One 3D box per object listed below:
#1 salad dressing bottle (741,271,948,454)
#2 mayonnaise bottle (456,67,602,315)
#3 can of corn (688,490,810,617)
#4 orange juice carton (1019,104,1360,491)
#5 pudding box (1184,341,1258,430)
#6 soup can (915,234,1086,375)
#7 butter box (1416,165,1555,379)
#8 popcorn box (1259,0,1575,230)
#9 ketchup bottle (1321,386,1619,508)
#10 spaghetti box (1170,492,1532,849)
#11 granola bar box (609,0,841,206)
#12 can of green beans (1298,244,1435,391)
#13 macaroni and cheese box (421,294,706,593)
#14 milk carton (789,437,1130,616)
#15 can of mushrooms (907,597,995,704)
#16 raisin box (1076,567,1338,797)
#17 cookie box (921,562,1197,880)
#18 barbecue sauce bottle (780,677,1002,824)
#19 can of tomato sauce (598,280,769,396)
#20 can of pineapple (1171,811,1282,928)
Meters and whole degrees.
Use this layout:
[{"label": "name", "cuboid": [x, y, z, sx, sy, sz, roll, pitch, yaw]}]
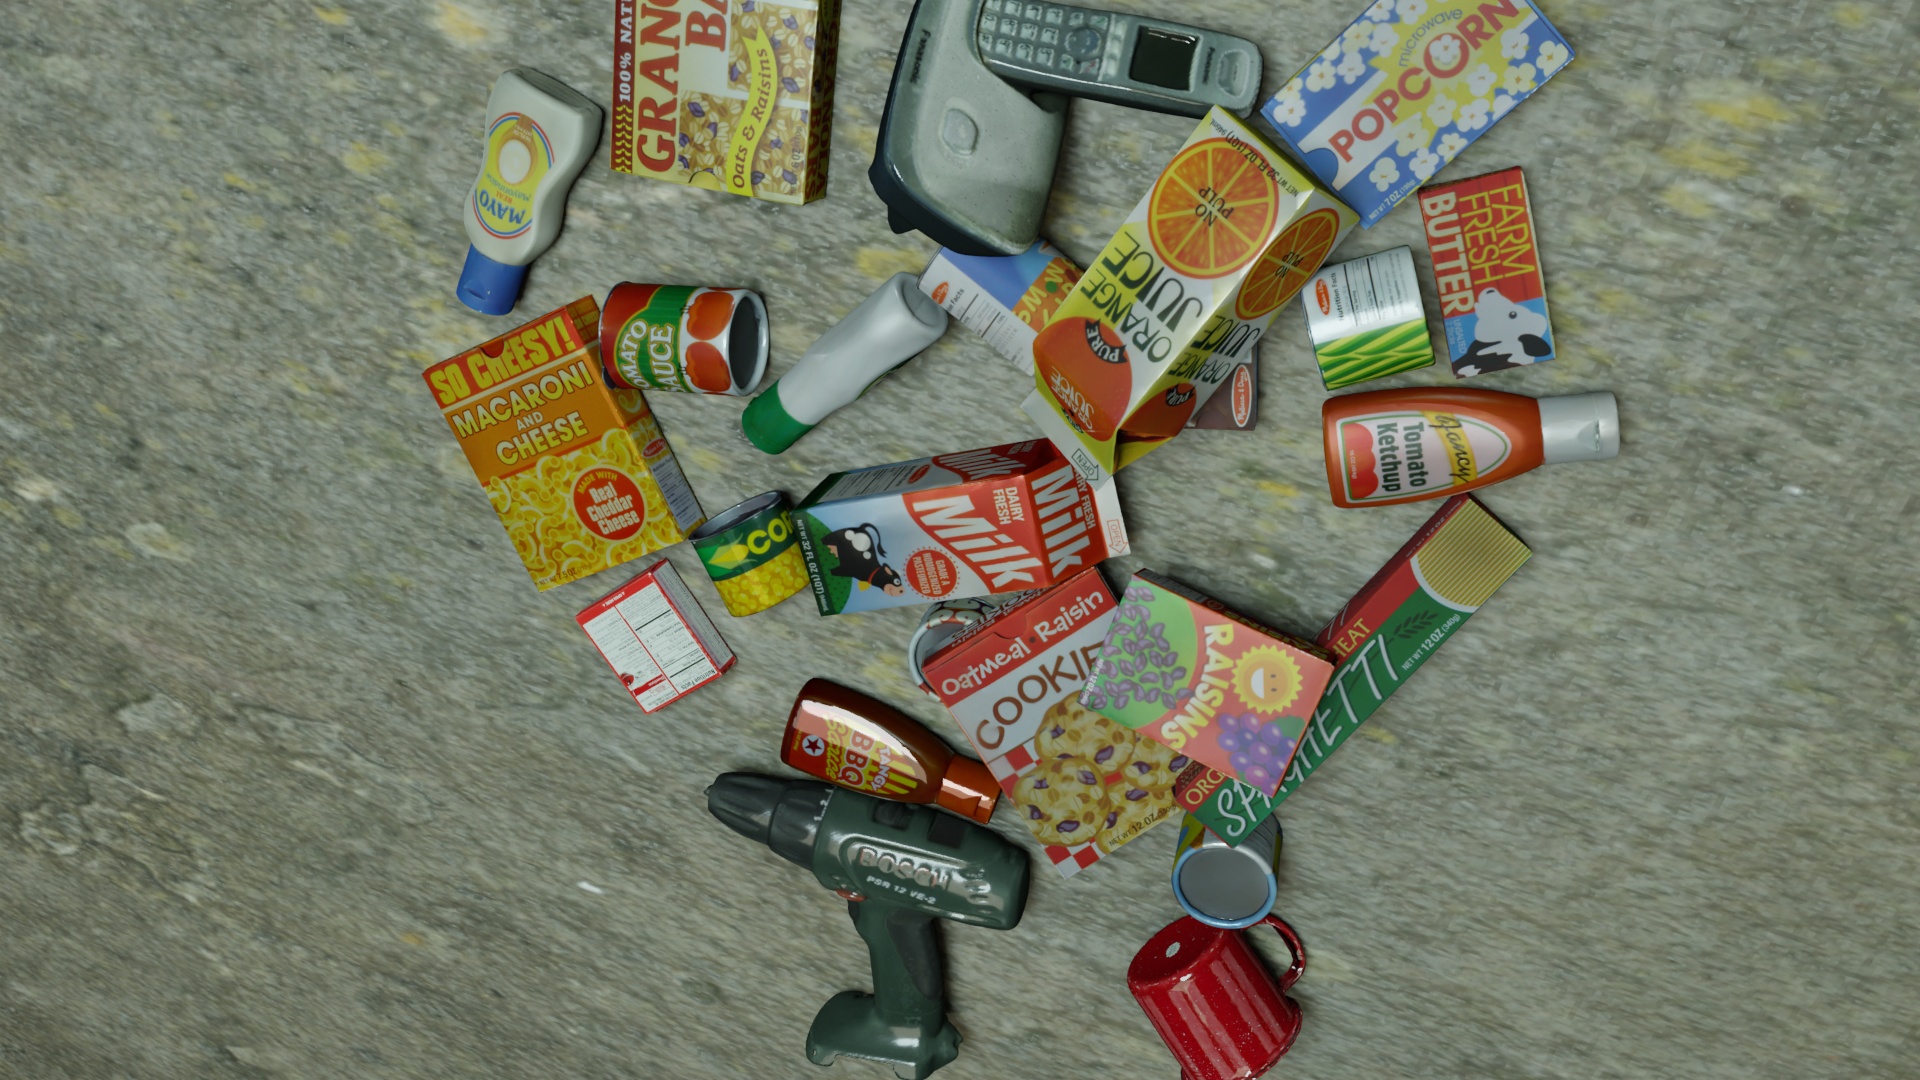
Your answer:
[{"label": "salad dressing bottle", "cuboid": [-0.073, -0.103, 0.833, 0.147, 0.064, 0.044, -33, 110, 34]}, {"label": "mayonnaise bottle", "cuboid": [-0.272, -0.210, 0.856, 0.065, 0.041, 0.147, 29, 116, 1]}, {"label": "can of corn", "cuboid": [-0.129, 0.008, 0.888, 0.071, 0.071, 0.058, -20, 106, 23]}, {"label": "orange juice carton", "cuboid": [0.108, -0.119, 0.721, 0.072, 0.073, 0.192, 49, 115, 23]}, {"label": "pudding box", "cuboid": [0.143, -0.105, 0.782, 0.049, 0.030, 0.083, 2, 112, 15]}, {"label": "soup can", "cuboid": [0.029, -0.145, 0.781, 0.084, 0.072, 0.071, 38, 117, -2]}, {"label": "butter box", "cuboid": [0.277, -0.141, 0.731, 0.053, 0.024, 0.103, -12, 108, 20]}, {"label": "popcorn box", "cuboid": [0.228, -0.232, 0.701, 0.085, 0.038, 0.126, 46, 116, -6]}, {"label": "ketchup bottle", "cuboid": [0.275, -0.055, 0.757, 0.149, 0.044, 0.064, -5, 110, 18]}, {"label": "spaghetti box", "cuboid": [0.223, 0.078, 0.809, 0.050, 0.029, 0.249, 40, 105, -2]}, {"label": "granola bar box", "cuboid": [-0.133, -0.283, 0.786, 0.124, 0.039, 0.164, 13, 114, 11]}, {"label": "can of green beans", "cuboid": [0.216, -0.118, 0.736, 0.058, 0.071, 0.071, -13, 108, 20]}, {"label": "macaroni and cheese box", "cuboid": [-0.260, -0.061, 0.914, 0.123, 0.040, 0.166, -19, 105, 22]}, {"label": "milk carton", "cuboid": [0.003, -0.011, 0.838, 0.190, 0.074, 0.072, -9, 109, 19]}, {"label": "can of mushrooms", "cuboid": [0.003, 0.072, 0.895, 0.071, 0.033, 0.070, 5, 112, 13]}, {"label": "raisin box", "cuboid": [0.141, 0.080, 0.794, 0.123, 0.040, 0.086, 25, 99, 16]}, {"label": "cookie box", "cuboid": [0.071, 0.109, 0.860, 0.123, 0.040, 0.167, -32, 103, 4]}, {"label": "barbecue sauce bottle", "cuboid": [-0.044, 0.146, 0.933, 0.148, 0.044, 0.064, 21, 114, 7]}, {"label": "can of tomato sauce", "cuboid": [-0.168, -0.121, 0.845, 0.083, 0.071, 0.071, 5, 113, 14]}, {"label": "can of pineapple", "cuboid": [0.170, 0.205, 0.886, 0.071, 0.058, 0.070, 6, 113, 14]}]
